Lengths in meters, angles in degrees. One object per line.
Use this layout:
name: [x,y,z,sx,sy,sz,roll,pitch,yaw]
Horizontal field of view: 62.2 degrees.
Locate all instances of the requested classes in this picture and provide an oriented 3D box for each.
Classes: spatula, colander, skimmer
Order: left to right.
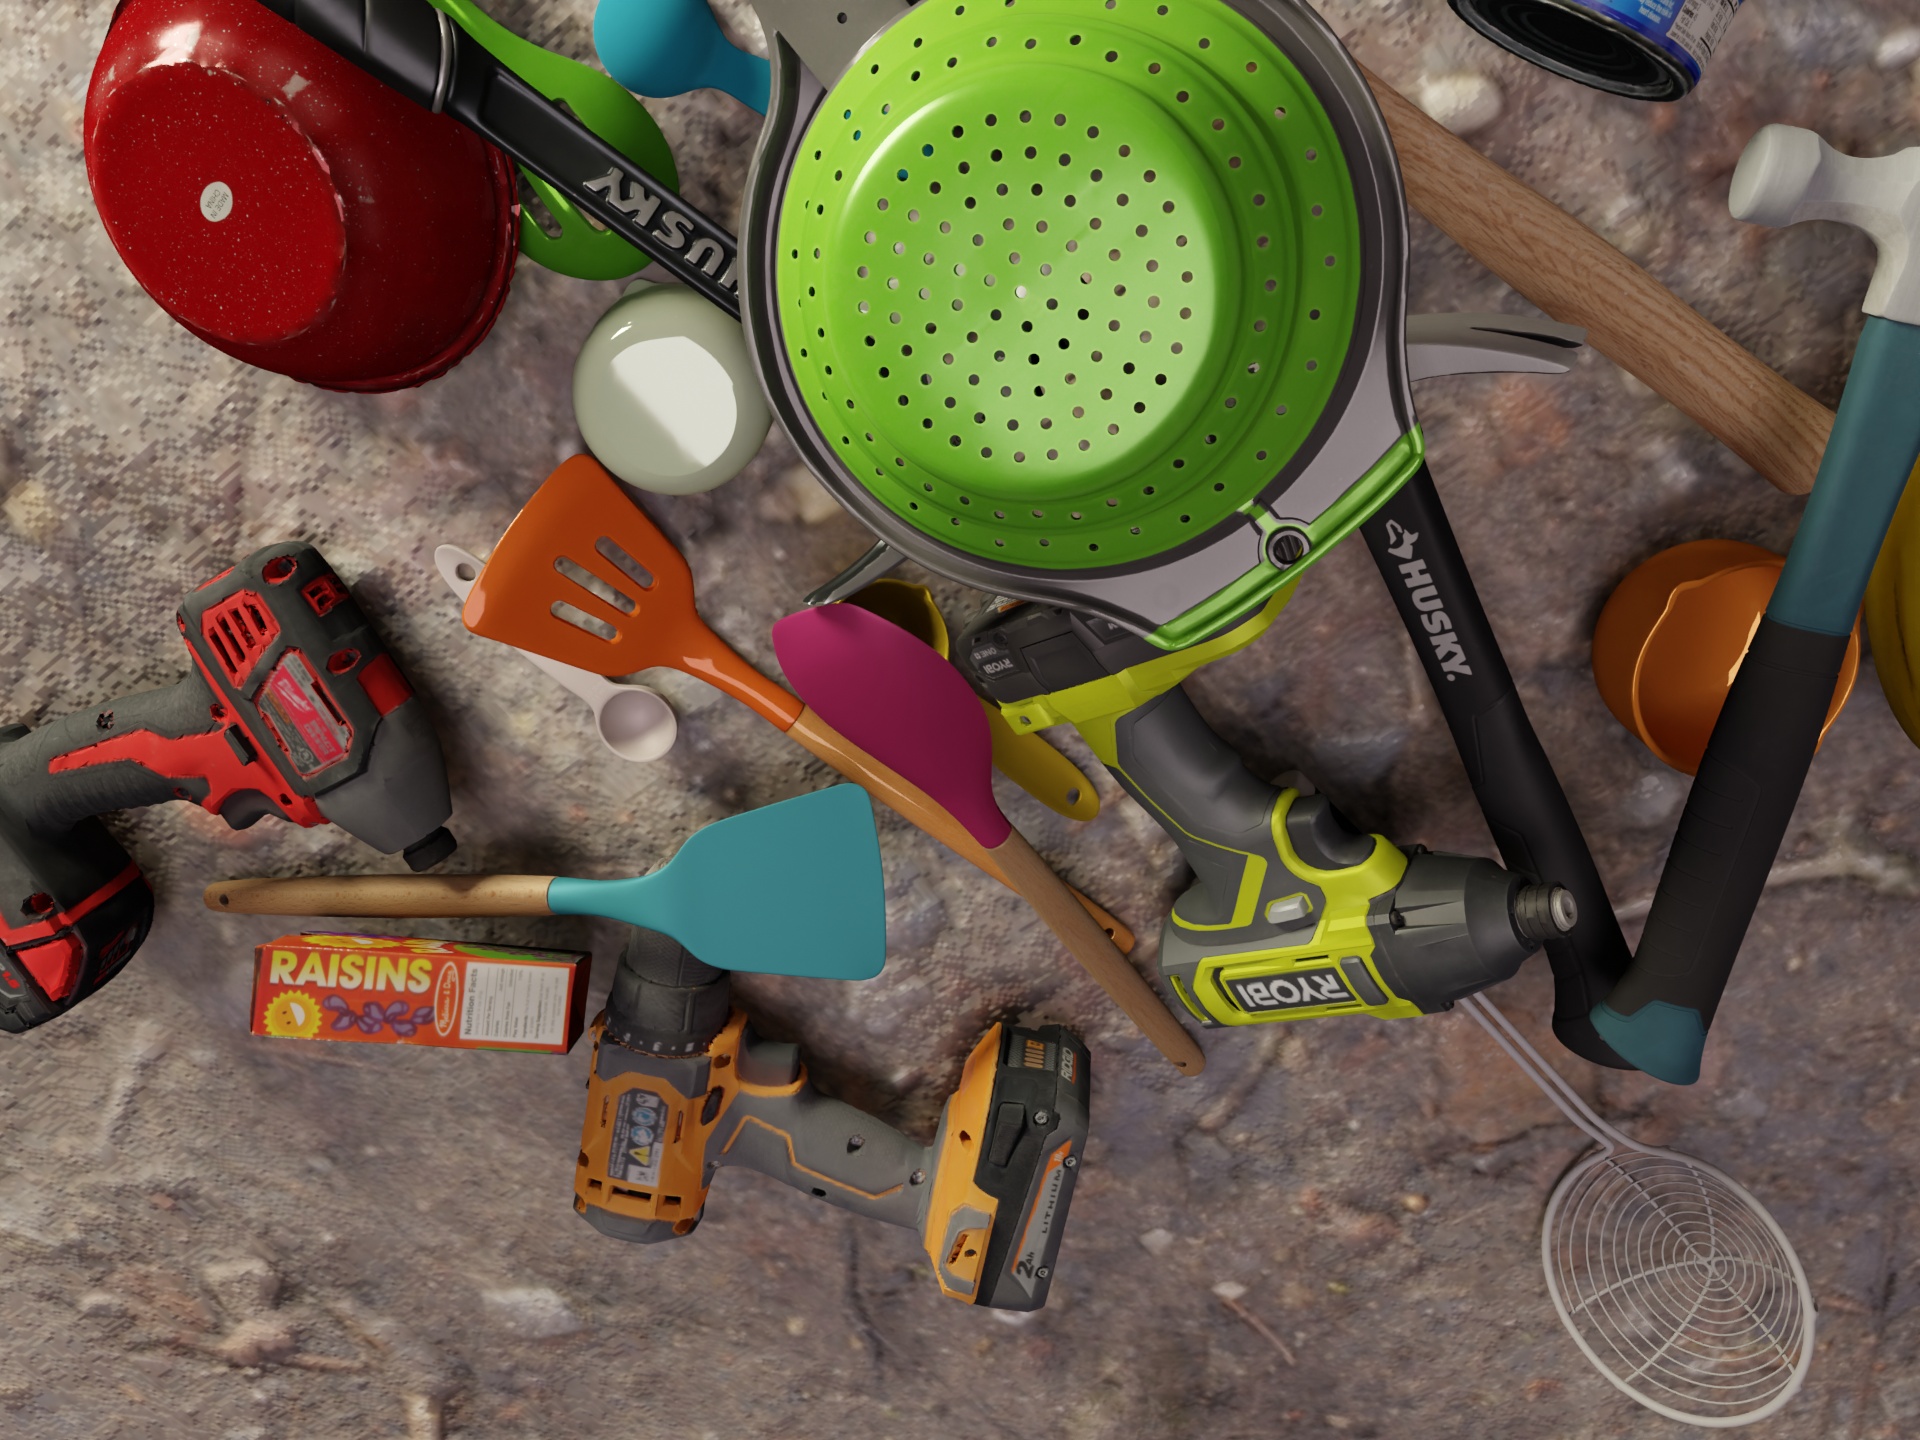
spatula: [-0.188,0.074,0.679,0.317,0.044,0.082,-2,100,19]
spatula: [-0.048,0.014,0.661,0.322,0.041,0.081,35,88,-17]
colander: [-0.029,-0.185,0.442,0.204,0.094,0.397,-39,96,20]
skimmer: [0.244,0.172,0.704,0.363,0.090,0.127,45,141,-17]

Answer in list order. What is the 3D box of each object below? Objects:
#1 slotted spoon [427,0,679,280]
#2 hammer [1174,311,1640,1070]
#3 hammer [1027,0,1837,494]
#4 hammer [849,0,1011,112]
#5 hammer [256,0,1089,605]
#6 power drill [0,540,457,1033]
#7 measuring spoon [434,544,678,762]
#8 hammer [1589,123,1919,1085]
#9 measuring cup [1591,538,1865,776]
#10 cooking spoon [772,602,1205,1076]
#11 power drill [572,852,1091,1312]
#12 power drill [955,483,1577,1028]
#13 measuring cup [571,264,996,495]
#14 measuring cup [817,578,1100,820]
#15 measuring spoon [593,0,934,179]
slotted spoon: [-0.209,-0.278,0.524,0.070,0.031,0.313,-35,110,14]
hammer: [0.207,0.002,0.606,0.146,0.035,0.334,-13,116,38]
hammer: [0.186,-0.168,0.536,0.331,0.130,0.031,27,73,-19]
hammer: [-0.091,-0.377,0.444,0.143,0.038,0.386,-23,113,35]
hammer: [-0.150,-0.190,0.501,0.408,0.036,0.149,33,82,-19]
power drill: [-0.320,0.034,0.658,0.219,0.079,0.143,-27,105,11]
measuring spoon: [-0.166,-0.031,0.660,0.124,0.018,0.034,43,111,-11]
hammer: [0.284,-0.021,0.545,0.128,0.033,0.330,12,112,6]
measuring cup: [0.321,-0.055,0.609,0.173,0.052,0.095,-44,108,10]
cooking spoon: [0.028,0.062,0.655,0.069,0.017,0.318,-14,133,32]
power drill: [-0.057,0.163,0.719,0.226,0.084,0.185,12,109,2]
power drill: [0.115,0.022,0.609,0.171,0.080,0.223,-17,117,43]
measuring cup: [-0.065,-0.134,0.585,0.167,0.038,0.083,-17,116,10]
measuring cup: [-0.001,-0.002,0.658,0.156,0.029,0.062,37,77,-29]
measuring spoon: [-0.064,-0.219,0.547,0.128,0.021,0.042,22,96,-12]
